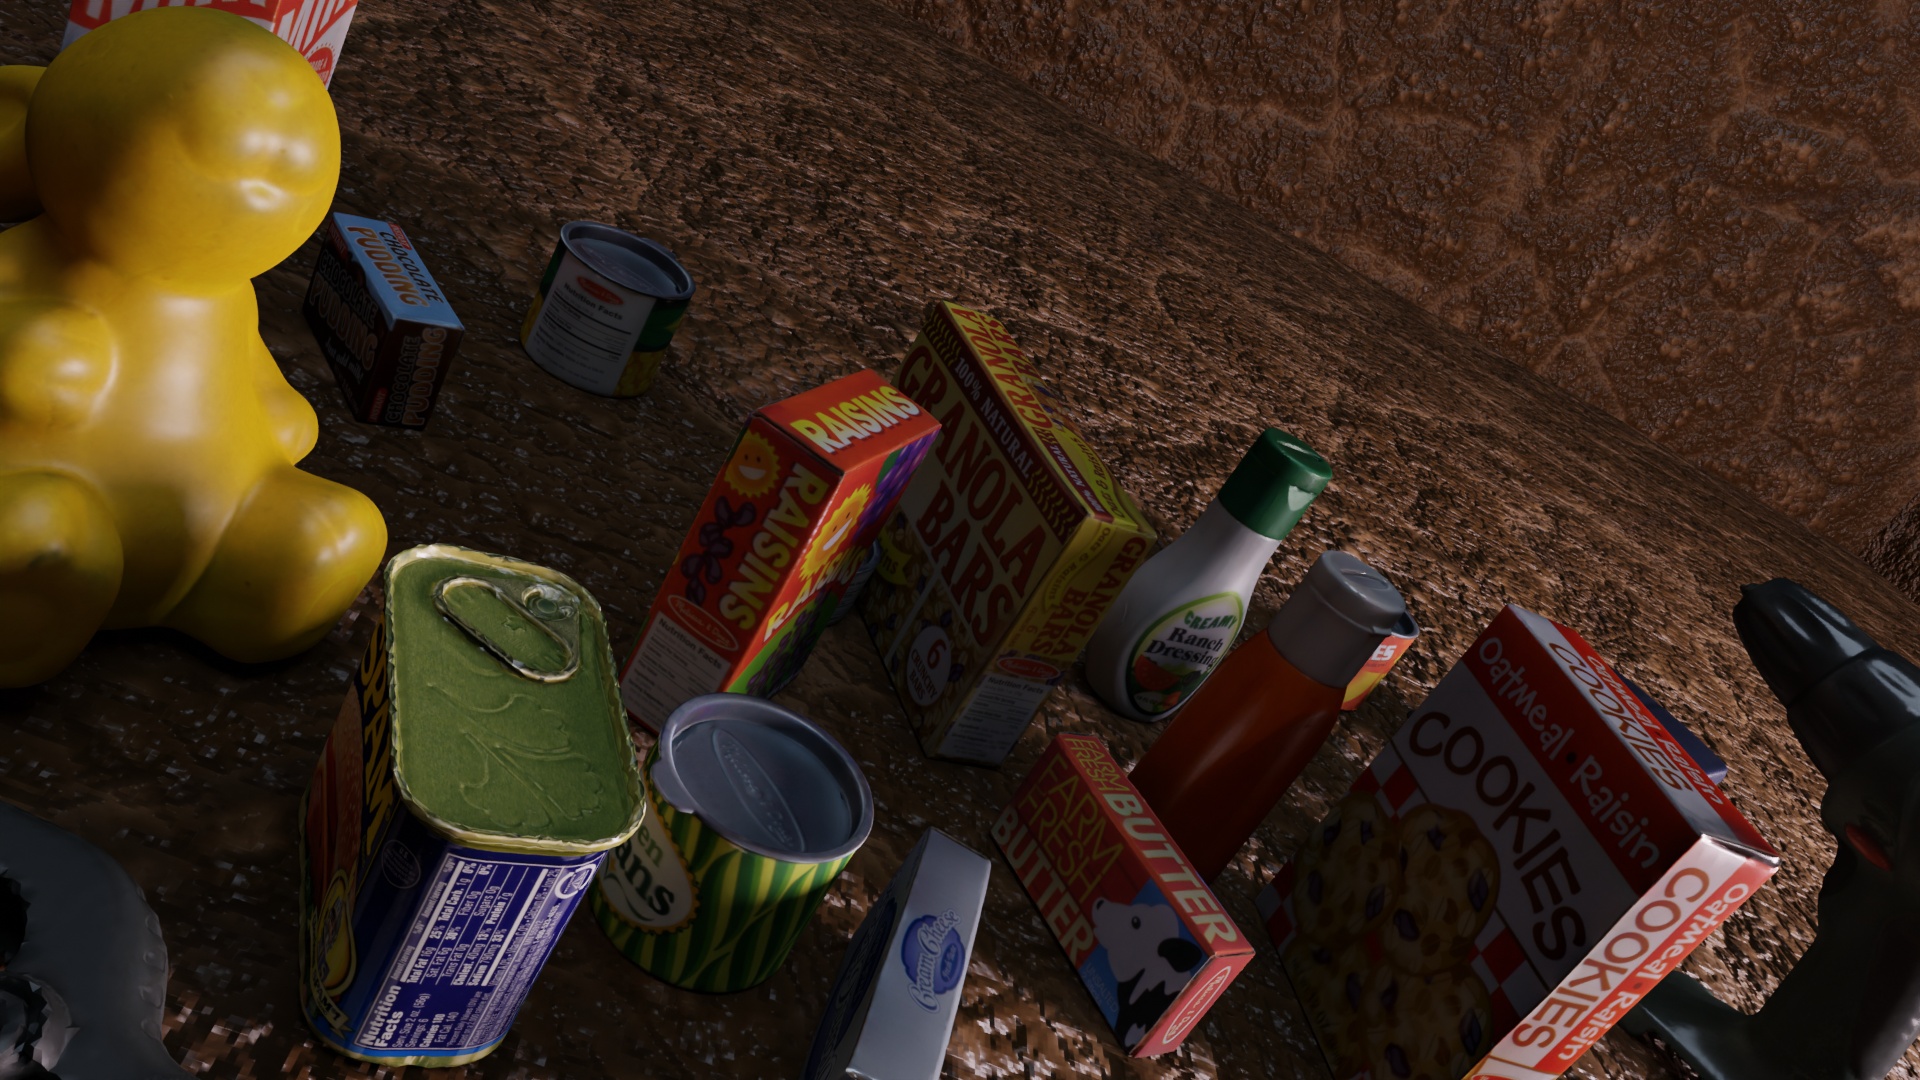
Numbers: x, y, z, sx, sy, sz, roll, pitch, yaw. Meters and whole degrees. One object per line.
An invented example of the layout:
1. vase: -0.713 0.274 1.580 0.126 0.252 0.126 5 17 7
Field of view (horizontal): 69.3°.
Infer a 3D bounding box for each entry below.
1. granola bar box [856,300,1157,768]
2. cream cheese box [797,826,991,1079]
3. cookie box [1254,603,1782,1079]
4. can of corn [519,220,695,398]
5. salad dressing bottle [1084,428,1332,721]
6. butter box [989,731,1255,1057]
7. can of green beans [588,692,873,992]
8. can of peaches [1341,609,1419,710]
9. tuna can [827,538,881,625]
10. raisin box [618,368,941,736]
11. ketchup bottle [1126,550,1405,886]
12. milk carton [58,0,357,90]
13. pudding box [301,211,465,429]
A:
1. granola bar box: 0.002 -0.007 0.586 0.039 0.123 0.166 15 29 -33
2. cream cheese box: -0.021 0.131 0.384 0.024 0.053 0.104 31 24 -3
3. cookie box: 0.188 0.124 0.502 0.040 0.166 0.123 21 26 -23
4. can of corn: -0.167 -0.110 0.663 0.071 0.058 0.071 26 25 -13
5. salad dressing bottle: 0.113 0.017 0.641 0.064 0.147 0.044 16 29 -32
6. butter box: 0.053 0.121 0.488 0.024 0.053 0.104 10 32 -40
7. can of green beans: -0.068 0.088 0.406 0.071 0.057 0.071 26 25 -13
8. can of peaches: 0.218 0.056 0.796 0.071 0.057 0.071 26 25 -13
9. tuna can: -0.072 0.003 0.591 0.071 0.032 0.071 26 25 -13
10. raisin box: -0.064 0.005 0.486 0.040 0.123 0.086 36 24 9
11. ketchup bottle: 0.113 0.072 0.535 0.065 0.148 0.044 10 32 -40
12. milk carton: -0.292 -0.211 0.548 0.072 0.189 0.074 27 24 -10
13. pudding box: -0.233 -0.089 0.558 0.030 0.049 0.084 5 36 -46
